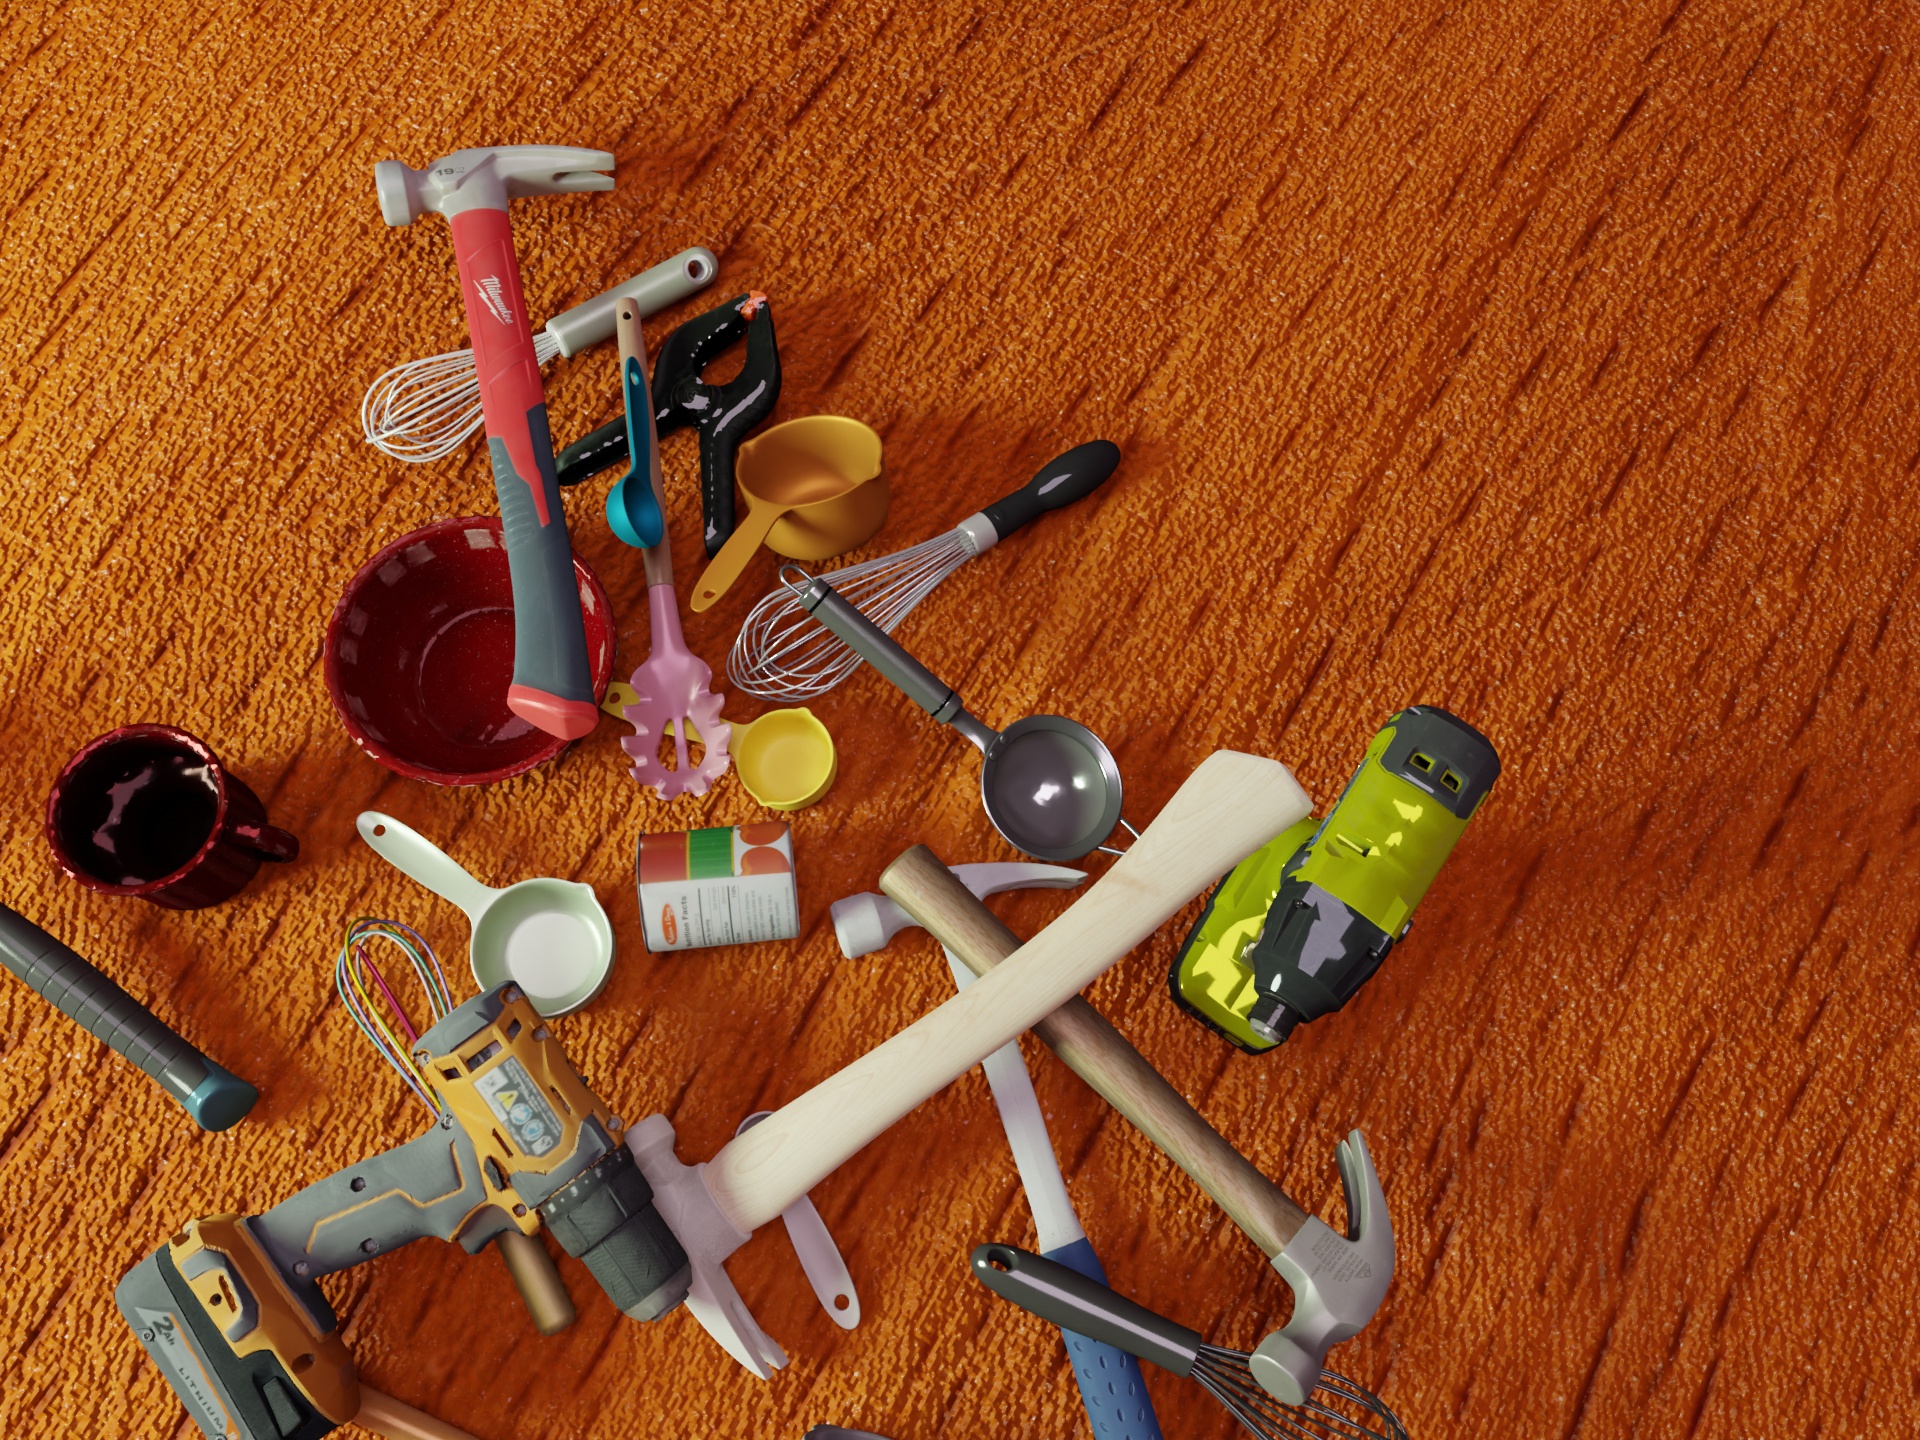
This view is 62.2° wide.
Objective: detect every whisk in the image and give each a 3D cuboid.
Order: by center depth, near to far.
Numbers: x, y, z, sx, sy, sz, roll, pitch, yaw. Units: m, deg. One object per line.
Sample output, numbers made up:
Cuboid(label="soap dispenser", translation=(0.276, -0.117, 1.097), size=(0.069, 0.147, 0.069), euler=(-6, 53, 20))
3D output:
Cuboid(label="whisk", translation=(0.114, 0.321, 0.796), size=(0.239, 0.055, 0.055), euler=(23, 73, 9))
Cuboid(label="whisk", translation=(-0.270, 0.213, 0.846), size=(0.051, 0.047, 0.245), euler=(-28, 80, -12))
Cuboid(label="whisk", translation=(-0.015, -0.095, 0.950), size=(0.284, 0.070, 0.070), euler=(-33, 77, -17))
Cuboid(label="whisk", translation=(-0.257, -0.232, 0.985), size=(0.246, 0.059, 0.057), euler=(-33, 114, -16))

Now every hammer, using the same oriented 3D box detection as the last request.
Cuboid(label="hammer", translation=(0.009, 0.162, 0.799), size=(0.410, 0.038, 0.146), euler=(-39, 77, 11))
Cuboid(label="hammer", translation=(0.086, 0.184, 0.828), size=(0.331, 0.031, 0.130), euler=(43, 55, 15))
Cuboid(label="hammer", translation=(-0.511, 0.106, 0.837), size=(0.331, 0.128, 0.033), euler=(38, 75, -1))
Cuboid(label="hammer", translation=(0.057, 0.268, 0.850), size=(0.144, 0.035, 0.406), euler=(-17, 75, -8))
Cuboid(label="hammer", translation=(-0.240, -0.172, 0.917), size=(0.143, 0.038, 0.387), euler=(-10, 69, -15))

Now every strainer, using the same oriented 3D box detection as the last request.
Cuboid(label="strainer", translation=(-0.001, -0.003, 0.901), size=(0.258, 0.050, 0.087), euler=(40, 65, -9))

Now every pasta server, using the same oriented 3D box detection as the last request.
Cuboid(label="pasta server", translation=(-0.177, -0.105, 0.922), size=(0.060, 0.040, 0.316), euler=(-7, 76, -8))

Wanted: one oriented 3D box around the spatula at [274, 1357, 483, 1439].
Cuboid(label="spatula", translation=(-0.242, 0.372, 0.798), size=(0.322, 0.041, 0.081), euler=(22, 74, 5))

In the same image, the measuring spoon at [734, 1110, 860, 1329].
Cuboid(label="measuring spoon", translation=(-0.084, 0.268, 0.856), size=(0.034, 0.018, 0.124), euler=(-26, 83, -3))

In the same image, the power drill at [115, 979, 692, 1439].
Cuboid(label="power drill", translation=(-0.261, 0.266, 0.782), size=(0.226, 0.084, 0.185), euler=(-36, 86, -14))

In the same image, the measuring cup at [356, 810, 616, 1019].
Cuboid(label="measuring cup", translation=(-0.265, 0.103, 0.883), size=(0.167, 0.038, 0.083), euler=(33, 74, 9))

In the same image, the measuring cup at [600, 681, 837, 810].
Cuboid(label="measuring cup", translation=(-0.144, 0.009, 0.930), size=(0.156, 0.029, 0.062), euler=(18, 75, 15))

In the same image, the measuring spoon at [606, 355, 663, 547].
Cuboid(label="measuring spoon", translation=(-0.192, -0.154, 0.913), size=(0.021, 0.042, 0.129), euler=(-16, 63, 17))

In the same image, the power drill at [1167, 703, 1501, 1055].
Cuboid(label="power drill", translation=(0.178, 0.098, 0.811), size=(0.080, 0.223, 0.171), euler=(34, 74, 7))

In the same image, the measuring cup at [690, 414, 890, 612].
Cuboid(label="measuring cup", translation=(-0.103, -0.106, 0.922), size=(0.095, 0.052, 0.174), euler=(14, 52, 23))
